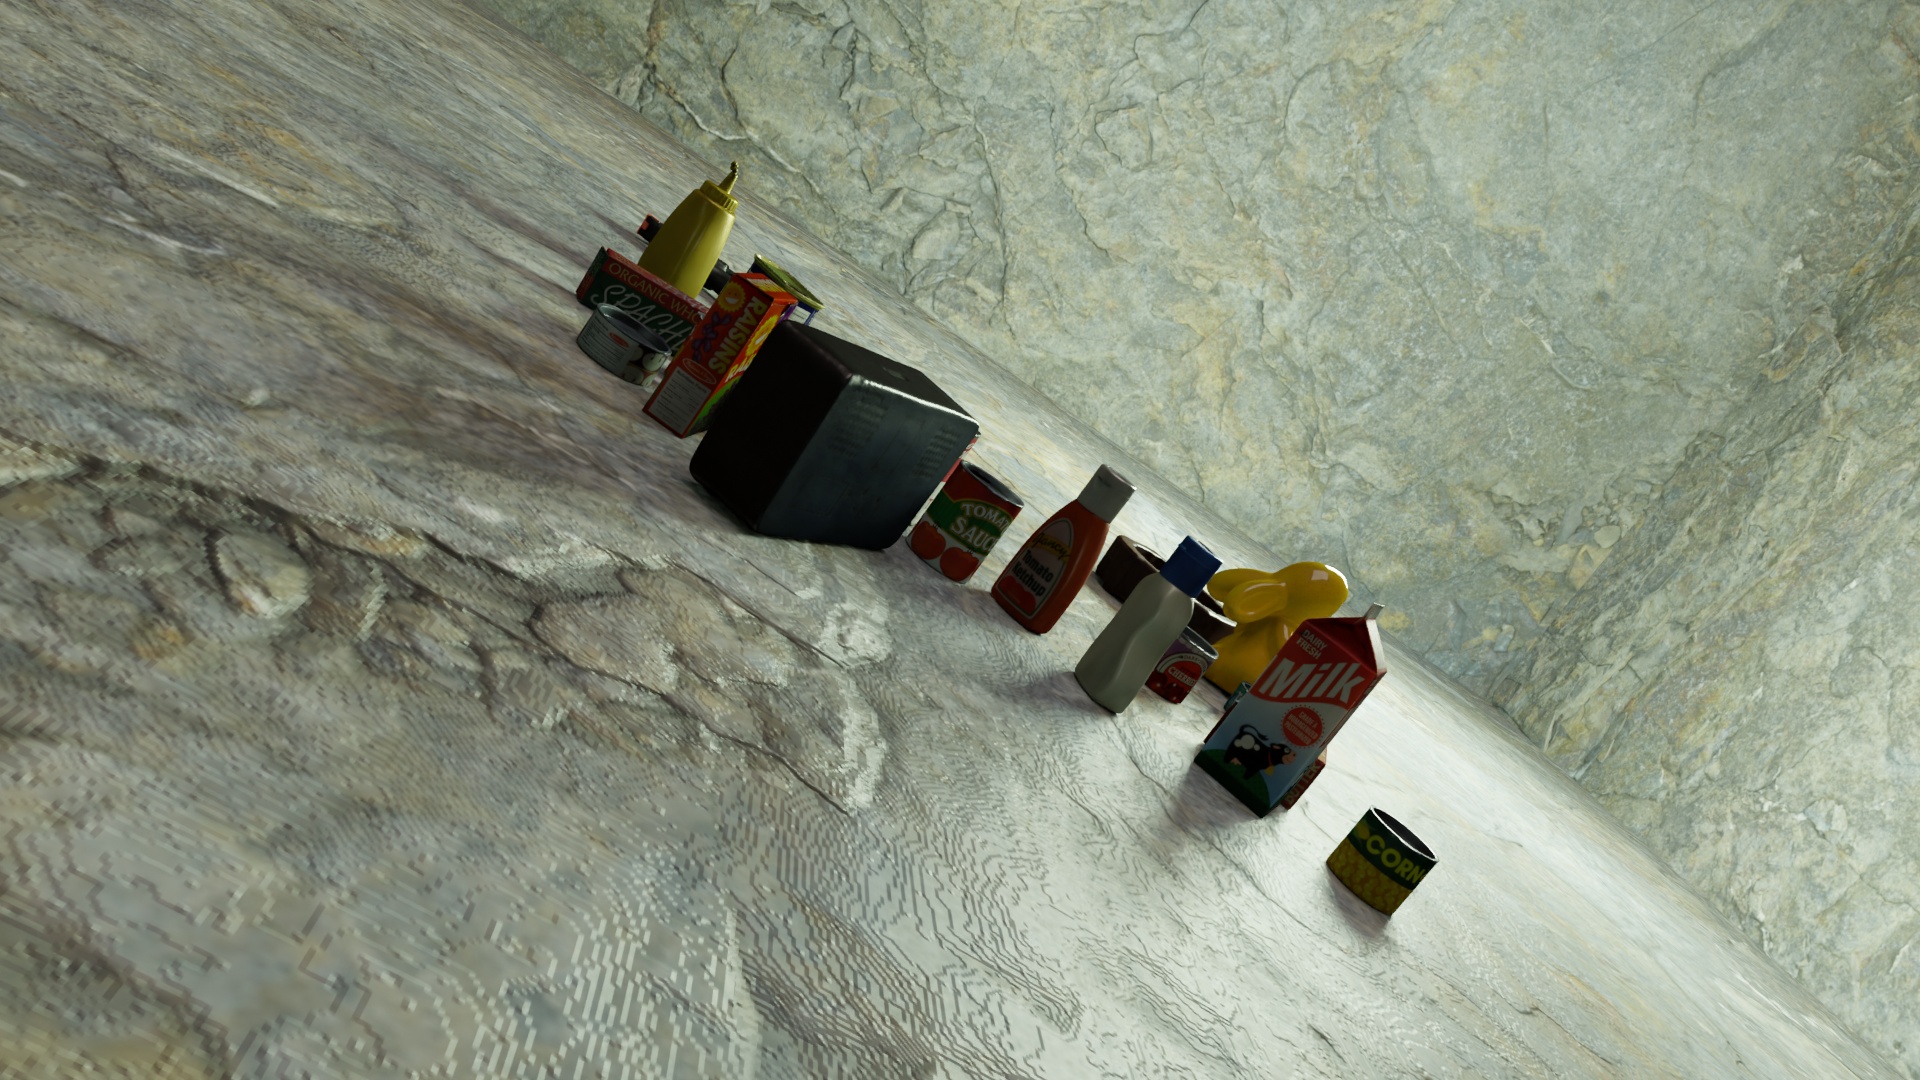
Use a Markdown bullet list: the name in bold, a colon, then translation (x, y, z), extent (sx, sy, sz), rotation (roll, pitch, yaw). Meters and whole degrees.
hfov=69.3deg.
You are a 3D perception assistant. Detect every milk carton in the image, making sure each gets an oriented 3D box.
- **milk carton**: translation (0.281, 0.127, 1.130), extent (0.073, 0.190, 0.072), rotation (40, 11, 20)

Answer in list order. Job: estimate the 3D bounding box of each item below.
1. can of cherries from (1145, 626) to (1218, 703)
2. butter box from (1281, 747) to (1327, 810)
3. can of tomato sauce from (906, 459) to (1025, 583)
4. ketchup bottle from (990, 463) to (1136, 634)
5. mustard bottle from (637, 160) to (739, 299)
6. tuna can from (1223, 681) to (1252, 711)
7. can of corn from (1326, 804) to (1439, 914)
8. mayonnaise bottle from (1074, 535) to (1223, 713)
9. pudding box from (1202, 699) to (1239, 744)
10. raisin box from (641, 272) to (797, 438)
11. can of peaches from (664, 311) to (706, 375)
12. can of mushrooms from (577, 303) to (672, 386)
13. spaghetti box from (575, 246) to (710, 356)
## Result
- **can of cherries**: translation (0.196, 0.110, 1.286), extent (0.071, 0.058, 0.071), rotation (35, 11, -7)
- **butter box**: translation (0.301, 0.202, 1.233), extent (0.024, 0.053, 0.103), rotation (38, 11, 11)
- **can of tomato sauce**: translation (0.004, -0.015, 1.165), extent (0.071, 0.083, 0.071), rotation (35, 11, -7)
- **ketchup bottle**: translation (0.091, 0.004, 1.175), extent (0.065, 0.148, 0.043), rotation (44, 13, 36)
- **mustard bottle**: translation (-0.258, -0.300, 1.361), extent (0.065, 0.160, 0.049), rotation (42, 12, 31)
- **tuna can**: translation (0.299, 0.174, 1.396), extent (0.071, 0.032, 0.071), rotation (34, 11, -7)
- **can of corn**: translation (0.336, 0.255, 1.106), extent (0.071, 0.058, 0.071), rotation (35, 11, -7)
- **mayonnaise bottle**: translation (0.152, 0.065, 1.110), extent (0.041, 0.148, 0.065), rotation (31, 12, -23)
- **pudding box**: translation (0.255, 0.173, 1.227), extent (0.030, 0.049, 0.083), rotation (44, 13, 35)
- **raisin box**: translation (-0.177, -0.139, 1.034), extent (0.040, 0.123, 0.086), rotation (36, 11, -1)
- **can of peaches**: translation (-0.204, -0.145, 1.148), extent (0.071, 0.058, 0.071), rotation (35, 11, -7)
- **can of mushrooms**: translation (-0.258, -0.150, 1.071), extent (0.071, 0.033, 0.071), rotation (34, 11, -7)
- **spaghetti box**: translation (-0.221, -0.174, 1.239), extent (0.250, 0.050, 0.029), rotation (30, 12, -29)
